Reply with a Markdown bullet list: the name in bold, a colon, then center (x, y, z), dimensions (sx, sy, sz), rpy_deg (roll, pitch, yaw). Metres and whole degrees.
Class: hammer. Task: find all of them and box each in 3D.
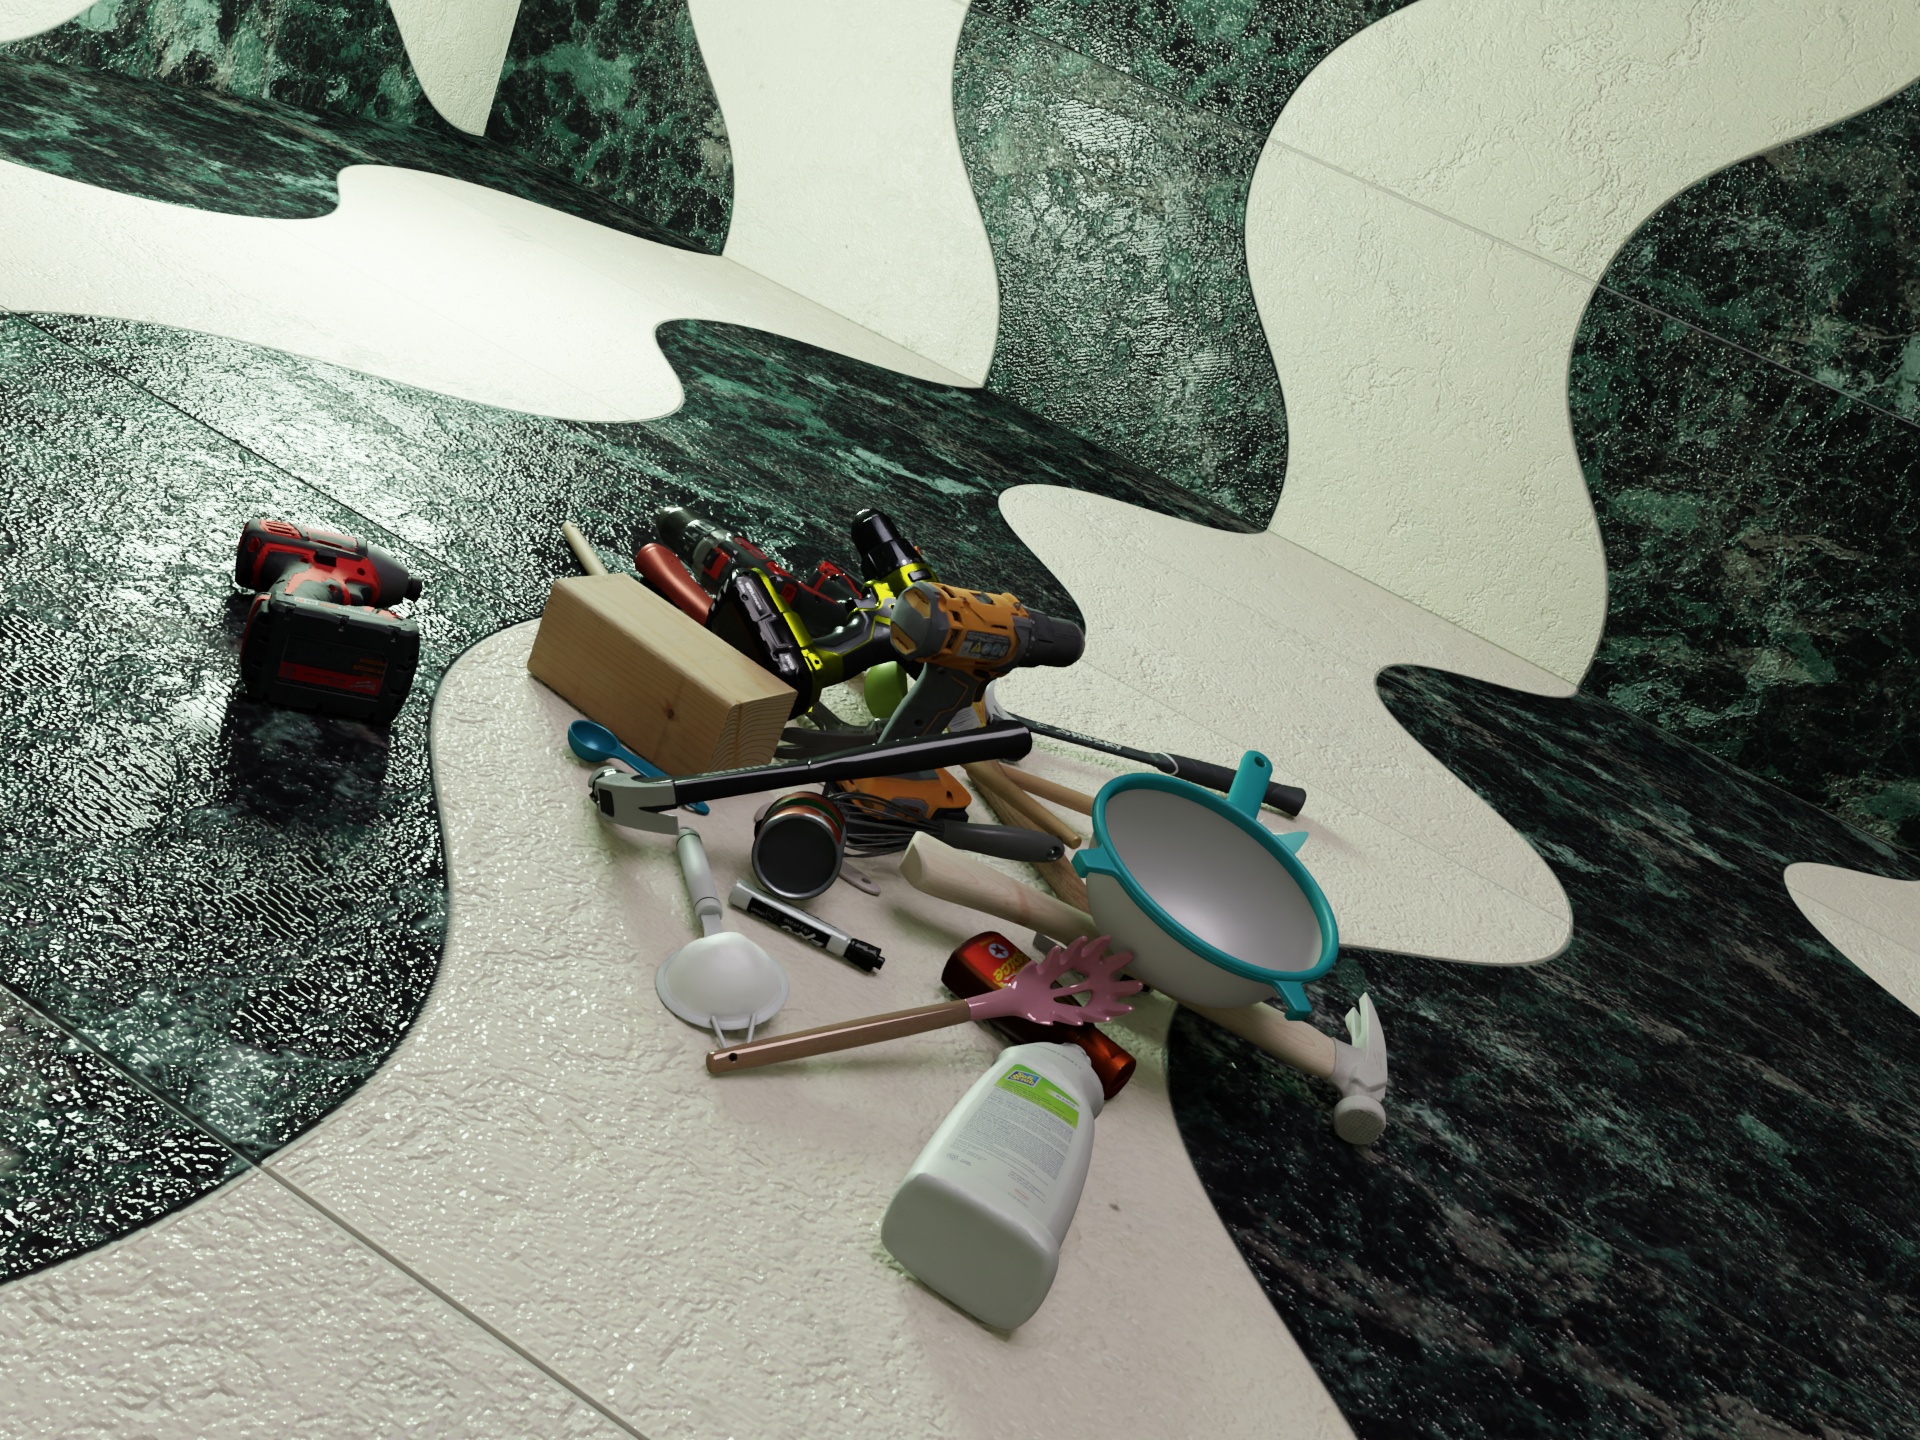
- **hammer**: center (0.202, 0.040, 1.712), dimensions (0.408, 0.036, 0.149), rpy_deg (16, 22, -23)
- **hammer**: center (-0.215, -0.071, 1.528), dimensions (0.149, 0.036, 0.359), rpy_deg (-1, 33, -48)
- **hammer**: center (0.145, 0.184, 1.235), dimensions (0.410, 0.038, 0.146), rpy_deg (27, 31, -3)
- **hammer**: center (-0.100, 0.037, 1.191), dimensions (0.334, 0.035, 0.146), rpy_deg (-8, 8, -23)
- **hammer**: center (0.078, 0.125, 1.383), dimensions (0.130, 0.031, 0.332), rpy_deg (12, 24, -31)

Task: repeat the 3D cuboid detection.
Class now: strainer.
- **strainer**: center (-0.173, 0.134, 1.089), dimensions (0.087, 0.050, 0.259), rpy_deg (0, 25, -19)
- **strainer**: center (0.189, 0.120, 1.246), dimensions (0.211, 0.095, 0.340), rpy_deg (34, 28, 4)

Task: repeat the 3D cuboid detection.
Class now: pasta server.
- **pasta server**: center (-0.017, 0.193, 1.045), dimensions (0.316, 0.040, 0.060), rpy_deg (-5, 70, -32)

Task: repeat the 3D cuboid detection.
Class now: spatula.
- **spatula**: center (0.160, 0.083, 1.476), dimensions (0.318, 0.044, 0.082), rpy_deg (20, 26, 23)

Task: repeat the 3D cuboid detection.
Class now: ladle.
- **ladle**: center (0.012, 0.028, 1.455), dimensions (0.062, 0.078, 0.320), rpy_deg (-28, 43, -26)

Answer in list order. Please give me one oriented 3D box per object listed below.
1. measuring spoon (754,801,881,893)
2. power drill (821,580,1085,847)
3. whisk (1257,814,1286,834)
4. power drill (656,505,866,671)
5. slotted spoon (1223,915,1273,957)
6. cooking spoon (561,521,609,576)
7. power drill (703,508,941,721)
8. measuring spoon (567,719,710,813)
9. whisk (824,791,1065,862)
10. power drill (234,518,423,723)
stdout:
- **measuring spoon**: center (-0.110, 0.099, 1.262), dimensions (0.124, 0.018, 0.034), rpy_deg (32, 22, 18)
- **power drill**: center (-0.002, -0.004, 1.331), dimensions (0.185, 0.226, 0.084), rpy_deg (5, 28, -40)
- **whisk**: center (0.235, 0.149, 1.470), dimensions (0.070, 0.070, 0.284), rpy_deg (32, 27, 19)
- **power drill**: center (-0.185, -0.138, 1.584), dimensions (0.188, 0.080, 0.226), rpy_deg (37, 10, 33)
- **slotted spoon**: center (0.198, 0.141, 1.379), dimensions (0.070, 0.031, 0.314), rpy_deg (3, 12, -24)
- **cooking spoon**: center (-0.334, -0.117, 1.534), dimensions (0.068, 0.017, 0.319), rpy_deg (8, 27, -37)
- **power drill**: center (-0.108, -0.095, 1.428), dimensions (0.228, 0.080, 0.191), rpy_deg (-17, 70, -38)
- **measuring spoon**: center (-0.255, 0.043, 1.251), dimensions (0.128, 0.021, 0.042), rpy_deg (33, 20, -2)
- **whisk**: center (-0.017, 0.094, 1.283), dimensions (0.238, 0.055, 0.055), rpy_deg (10, 25, -28)
- **power drill**: center (-0.483, -0.086, 1.230), dimensions (0.143, 0.078, 0.220), rpy_deg (13, 21, -29)
